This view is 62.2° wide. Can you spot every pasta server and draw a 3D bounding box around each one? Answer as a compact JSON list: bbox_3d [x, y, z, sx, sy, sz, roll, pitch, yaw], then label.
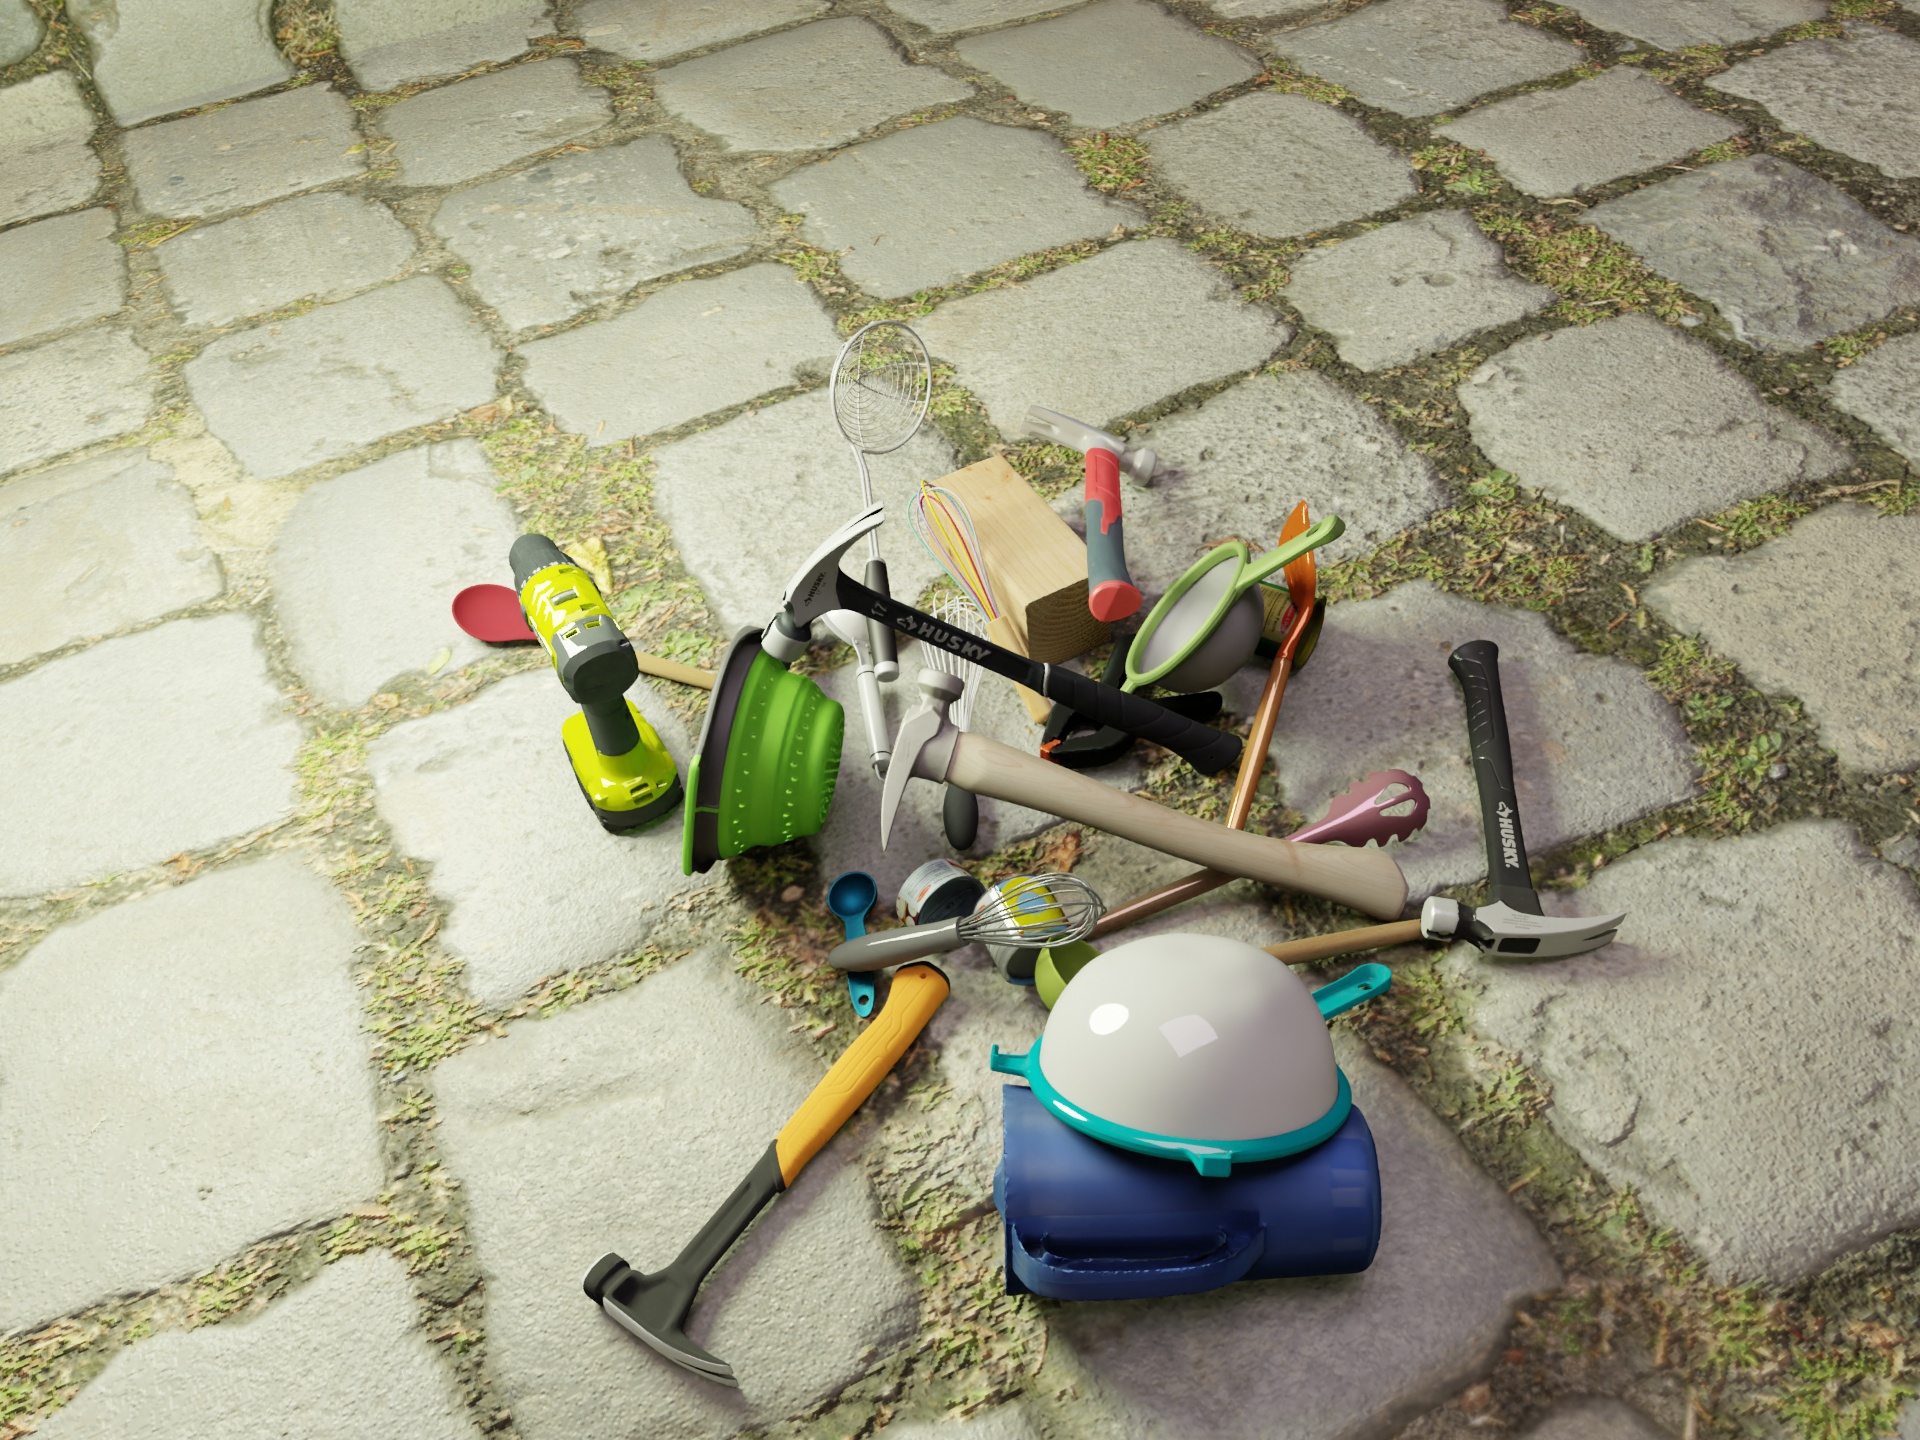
[{"bbox_3d":[0.235,0.112,1.269,0.316,0.040,0.060,-22,77,-6],"label":"pasta server"}]

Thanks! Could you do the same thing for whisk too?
[{"bbox_3d":[0.019,-0.107,1.422,0.051,0.047,0.245,-25,83,-15],"label":"whisk"},{"bbox_3d":[-0.002,-0.004,1.400,0.070,0.070,0.285,-4,51,3],"label":"whisk"},{"bbox_3d":[-0.001,0.157,1.179,0.239,0.055,0.055,-17,40,28],"label":"whisk"}]

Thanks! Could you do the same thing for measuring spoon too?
[{"bbox_3d":[-0.079,0.179,1.258,0.042,0.021,0.129,-16,54,9],"label":"measuring spoon"}]

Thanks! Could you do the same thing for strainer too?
[{"bbox_3d":[-0.084,-0.049,1.450,0.086,0.050,0.259,18,45,-35],"label":"strainer"},{"bbox_3d":[0.242,-0.093,1.321,0.069,0.256,0.152,38,54,-14],"label":"strainer"},{"bbox_3d":[0.196,0.184,1.074,0.340,0.095,0.211,-12,20,-42],"label":"strainer"}]

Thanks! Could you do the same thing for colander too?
[{"bbox_3d":[-0.138,-0.007,1.356,0.094,0.204,0.397,11,29,2],"label":"colander"}]

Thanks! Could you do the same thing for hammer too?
[{"bbox_3d":[-0.108,0.301,1.127,0.127,0.034,0.337,23,53,27],"label":"hammer"},{"bbox_3d":[0.442,0.053,1.296,0.146,0.035,0.335,7,45,4],"label":"hammer"},{"bbox_3d":[0.142,0.088,1.231,0.410,0.038,0.146,18,82,0],"label":"hammer"},{"bbox_3d":[0.118,-0.196,1.469,0.143,0.038,0.387,21,29,-7],"label":"hammer"},{"bbox_3d":[0.055,-0.044,1.283,0.408,0.149,0.036,22,31,-20],"label":"hammer"}]

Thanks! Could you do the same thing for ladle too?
[{"bbox_3d":[-0.351,-0.071,1.522,0.315,0.031,0.069,16,53,19],"label":"ladle"},{"bbox_3d":[0.212,0.173,1.189,0.320,0.062,0.078,-9,40,-9],"label":"ladle"}]

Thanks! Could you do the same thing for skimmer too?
[{"bbox_3d":[-0.063,-0.208,1.483,0.090,0.127,0.364,-25,57,29],"label":"skimmer"}]

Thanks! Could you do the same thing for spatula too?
[{"bbox_3d":[0.257,-0.032,1.340,0.041,0.081,0.323,20,70,2],"label":"spatula"}]

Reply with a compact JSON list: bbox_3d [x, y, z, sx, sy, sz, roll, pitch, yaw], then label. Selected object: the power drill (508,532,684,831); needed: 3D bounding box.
[{"bbox_3d":[-0.313,-0.035,1.340,0.080,0.228,0.191,-25,48,-17],"label":"power drill"}]
